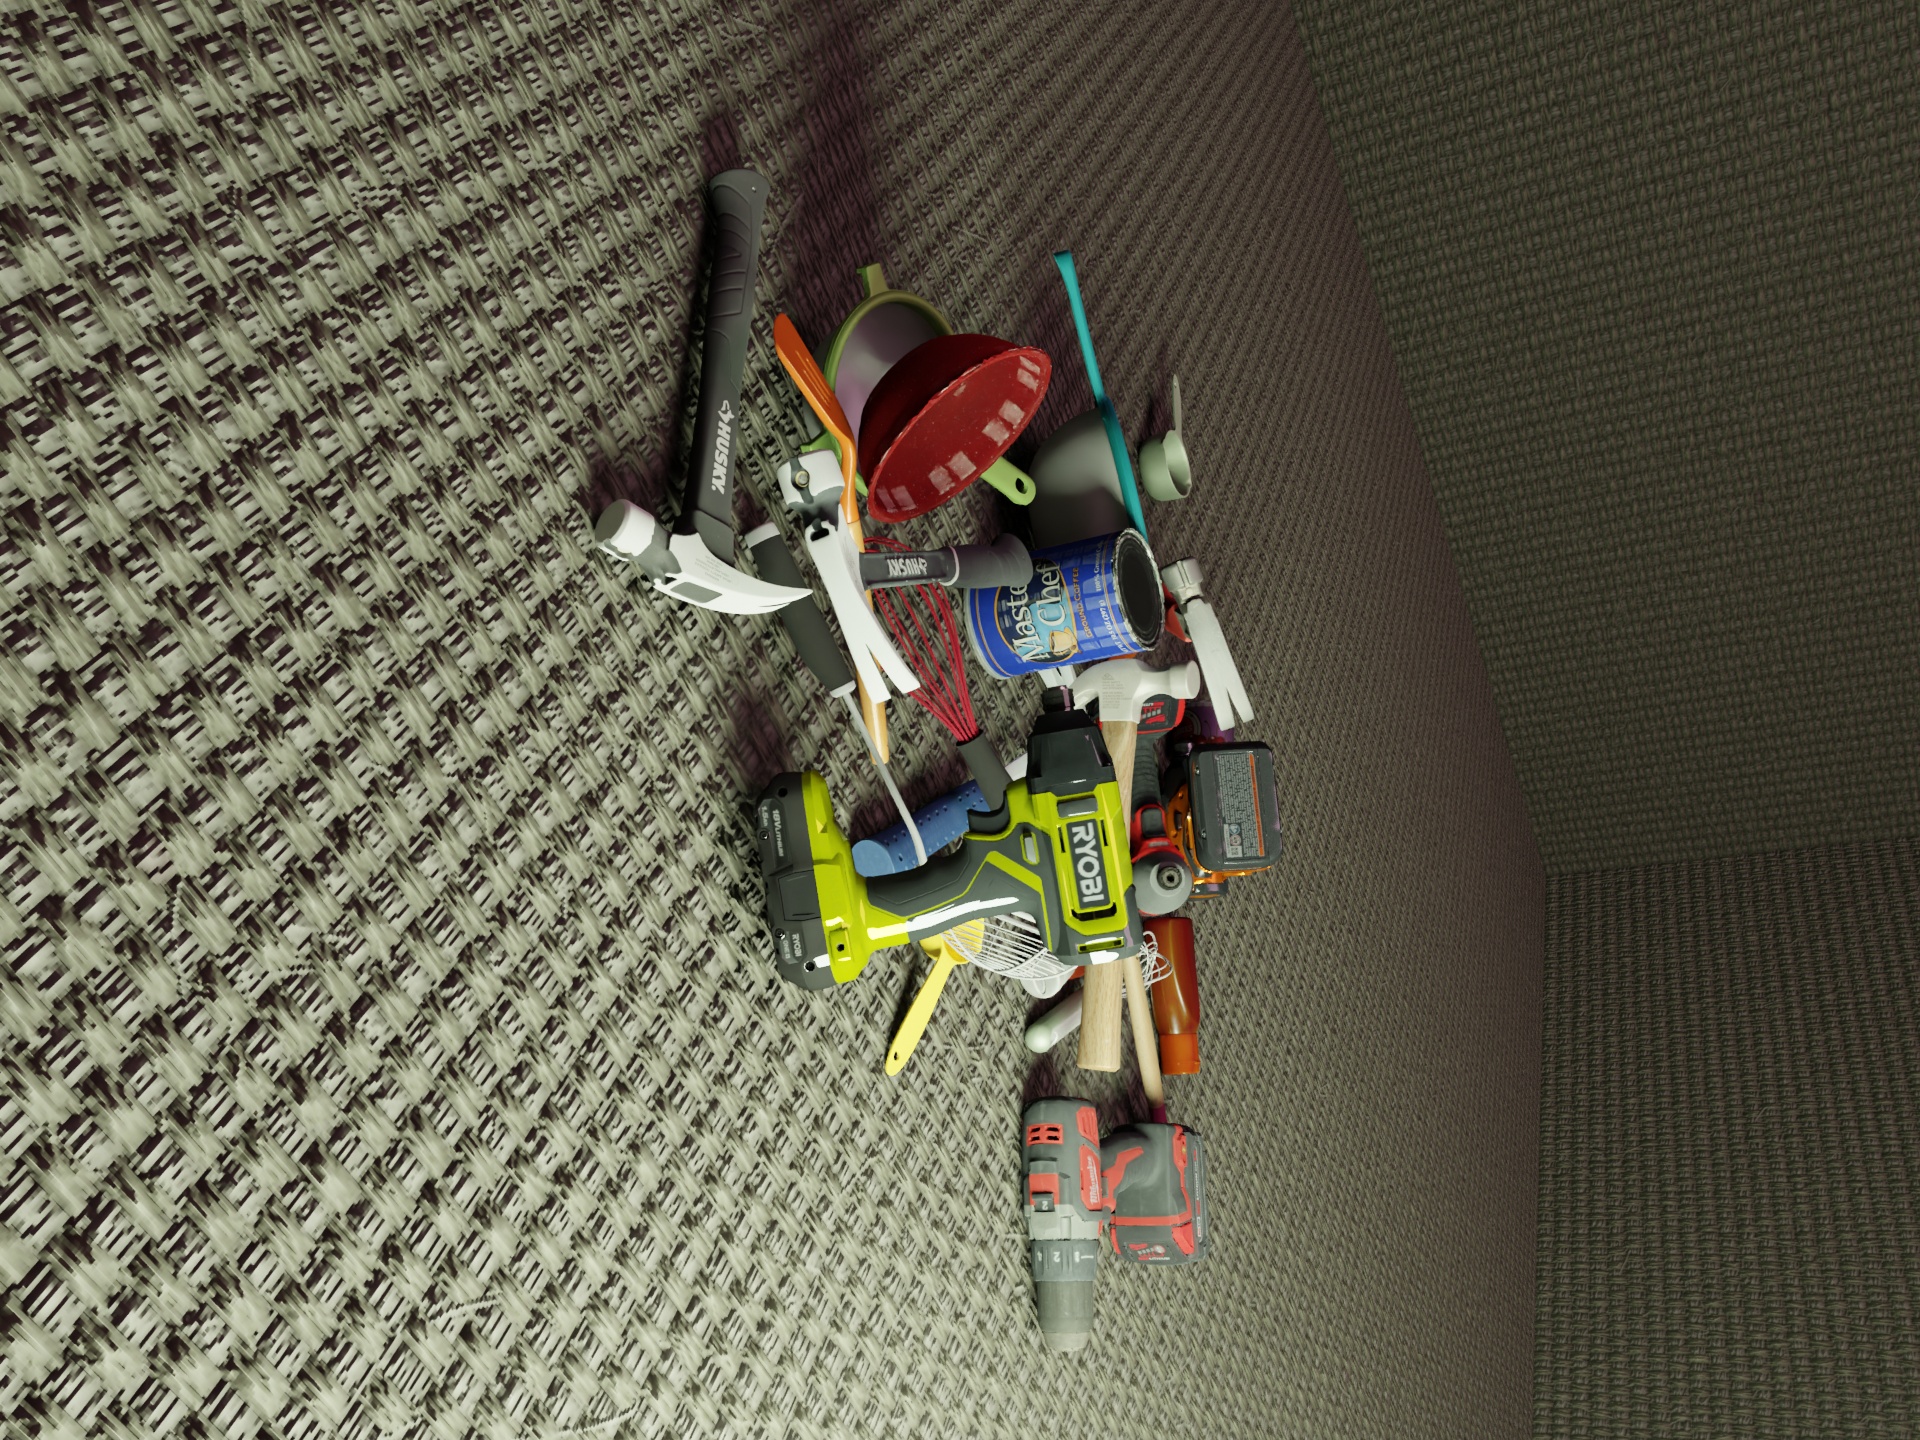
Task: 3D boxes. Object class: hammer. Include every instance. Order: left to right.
[{"bbox_3d":[-0.150,-0.223,1.027,0.146,0.035,0.335,29,53,-42],"label":"hammer"},{"bbox_3d":[-0.012,-0.102,1.096,0.149,0.036,0.409,71,18,0],"label":"hammer"},{"bbox_3d":[0.023,0.049,1.273,0.405,0.035,0.144,-28,106,-61],"label":"hammer"},{"bbox_3d":[0.119,0.114,1.286,0.031,0.130,0.331,21,72,-59],"label":"hammer"},{"bbox_3d":[0.210,-0.087,1.506,0.359,0.036,0.149,-87,156,-82],"label":"hammer"}]

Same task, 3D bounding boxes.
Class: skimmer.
[{"bbox_3d":[-0.026,0.020,1.074,0.363,0.090,0.127,63,-15,-4],"label":"skimmer"}]

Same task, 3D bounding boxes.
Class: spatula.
[{"bbox_3d":[-0.082,-0.113,1.079,0.081,0.041,0.322,-94,178,-63],"label":"spatula"}]

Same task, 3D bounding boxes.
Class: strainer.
[{"bbox_3d":[-0.036,-0.220,1.196,0.256,0.069,0.151,26,78,-51],"label":"strainer"},{"bbox_3d":[0.096,-0.238,1.418,0.211,0.095,0.340,-91,166,-71],"label":"strainer"}]

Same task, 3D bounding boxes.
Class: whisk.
[{"bbox_3d":[-0.002,-0.004,1.169,0.295,0.073,0.073,60,32,-16],"label":"whisk"},{"bbox_3d":[0.120,0.237,1.382,0.246,0.059,0.057,-20,126,-58],"label":"whisk"}]

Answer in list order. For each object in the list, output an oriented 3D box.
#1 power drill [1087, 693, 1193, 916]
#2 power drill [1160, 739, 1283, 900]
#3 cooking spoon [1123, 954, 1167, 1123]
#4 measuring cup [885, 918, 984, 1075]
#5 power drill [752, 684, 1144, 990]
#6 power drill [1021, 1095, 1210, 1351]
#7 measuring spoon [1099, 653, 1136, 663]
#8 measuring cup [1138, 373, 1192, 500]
[{"bbox_3d":[0.170,0.068,1.453,0.143,0.078,0.220,110,-24,-81],"label":"power drill"},{"bbox_3d":[0.241,0.084,1.543,0.226,0.084,0.164,110,-23,-77],"label":"power drill"},{"bbox_3d":[0.171,0.323,1.422,0.069,0.017,0.318,-56,140,-51],"label":"cooking spoon"},{"bbox_3d":[-0.028,0.187,1.150,0.062,0.029,0.157,57,47,-36],"label":"measuring cup"},{"bbox_3d":[-0.009,0.077,0.990,0.080,0.223,0.171,77,3,-87],"label":"power drill"},{"bbox_3d":[0.122,0.408,1.295,0.226,0.080,0.188,26,58,-54],"label":"power drill"},{"bbox_3d":[0.164,-0.064,1.602,0.117,0.011,0.021,-37,113,-60],"label":"measuring spoon"},{"bbox_3d":[0.228,-0.320,1.787,0.083,0.038,0.168,44,42,-48],"label":"measuring cup"}]
